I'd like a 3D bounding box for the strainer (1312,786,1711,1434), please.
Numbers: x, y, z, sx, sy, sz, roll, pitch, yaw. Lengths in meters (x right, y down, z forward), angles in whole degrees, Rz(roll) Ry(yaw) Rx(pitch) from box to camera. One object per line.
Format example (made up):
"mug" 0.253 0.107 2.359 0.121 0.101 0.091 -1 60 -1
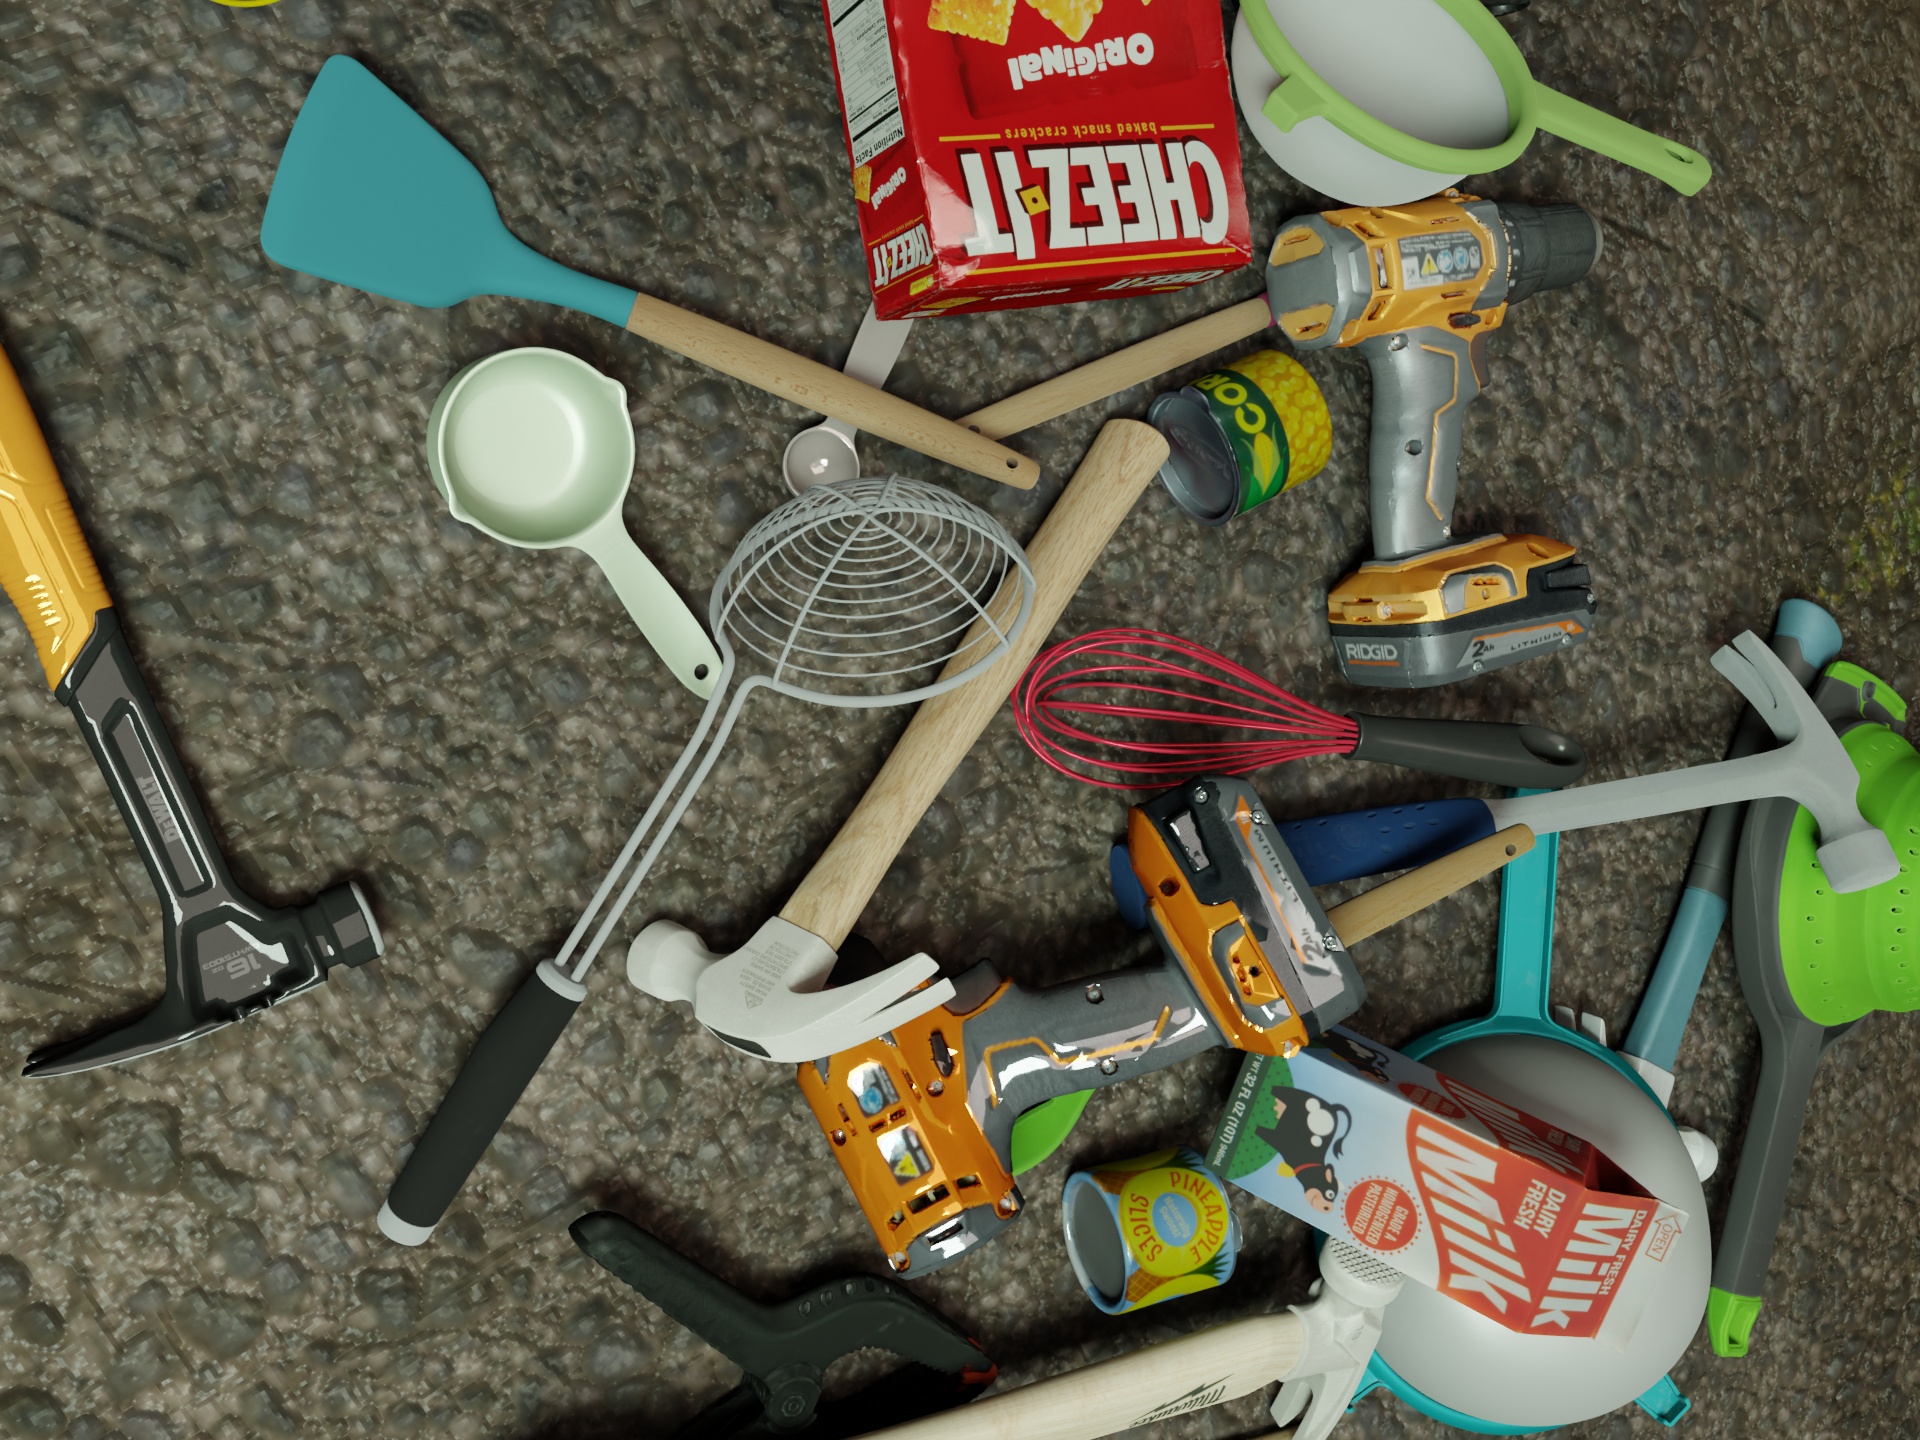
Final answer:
"strainer" 0.295 0.193 0.790 0.211 0.095 0.340 6 85 -7

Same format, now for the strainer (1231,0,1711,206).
"strainer" 0.225 -0.272 0.730 0.256 0.069 0.152 12 57 -20

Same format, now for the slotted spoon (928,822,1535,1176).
"slotted spoon" 0.125 0.121 0.732 0.314 0.031 0.070 -26 104 -3

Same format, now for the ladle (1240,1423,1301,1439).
"ladle" 0.045 0.383 0.737 0.320 0.062 0.078 -5 113 -26

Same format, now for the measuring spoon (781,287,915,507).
"measuring spoon" -0.045 -0.147 0.694 0.034 0.018 0.124 28 75 -19

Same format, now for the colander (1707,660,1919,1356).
"colander" 0.503 0.170 0.881 0.204 0.094 0.397 18 85 -38

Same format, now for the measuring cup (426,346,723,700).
"measuring cup" -0.148 -0.074 0.643 0.083 0.038 0.167 -43 122 -17

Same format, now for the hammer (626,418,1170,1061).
"hammer" -0.001 -0.002 0.678 0.331 0.130 0.031 -56 141 -20

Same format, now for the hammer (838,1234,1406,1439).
"hammer" 0.003 0.316 0.687 0.410 0.038 0.146 -5 126 -23

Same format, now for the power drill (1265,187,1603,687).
"power drill" 0.250 -0.144 0.780 0.185 0.084 0.226 -15 100 -25

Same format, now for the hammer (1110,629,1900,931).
"hammer" 0.270 0.045 0.795 0.405 0.035 0.144 -8 66 -14

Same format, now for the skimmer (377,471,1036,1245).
"skimmer" -0.107 0.057 0.637 0.363 0.127 0.090 -57 147 5

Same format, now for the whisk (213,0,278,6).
"whisk" -0.188 -0.334 0.608 0.245 0.051 0.047 -36 127 -22

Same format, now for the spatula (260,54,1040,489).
"spatula" -0.106 -0.156 0.638 0.317 0.044 0.082 19 80 -18

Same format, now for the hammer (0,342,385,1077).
"hammer" -0.327 -0.043 0.562 0.127 0.034 0.336 -23 102 -22

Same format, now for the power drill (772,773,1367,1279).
"power drill" 0.036 0.110 0.677 0.226 0.084 0.164 -29 82 -2

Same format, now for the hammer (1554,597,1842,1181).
"hammer" 0.429 0.088 0.902 0.128 0.033 0.331 27 82 -24

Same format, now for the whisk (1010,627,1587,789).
"whisk" 0.164 0.004 0.743 0.295 0.073 0.073 7 90 -15

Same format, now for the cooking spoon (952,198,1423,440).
"cooking spoon" 0.124 -0.187 0.760 0.319 0.017 0.068 -26 103 -21
